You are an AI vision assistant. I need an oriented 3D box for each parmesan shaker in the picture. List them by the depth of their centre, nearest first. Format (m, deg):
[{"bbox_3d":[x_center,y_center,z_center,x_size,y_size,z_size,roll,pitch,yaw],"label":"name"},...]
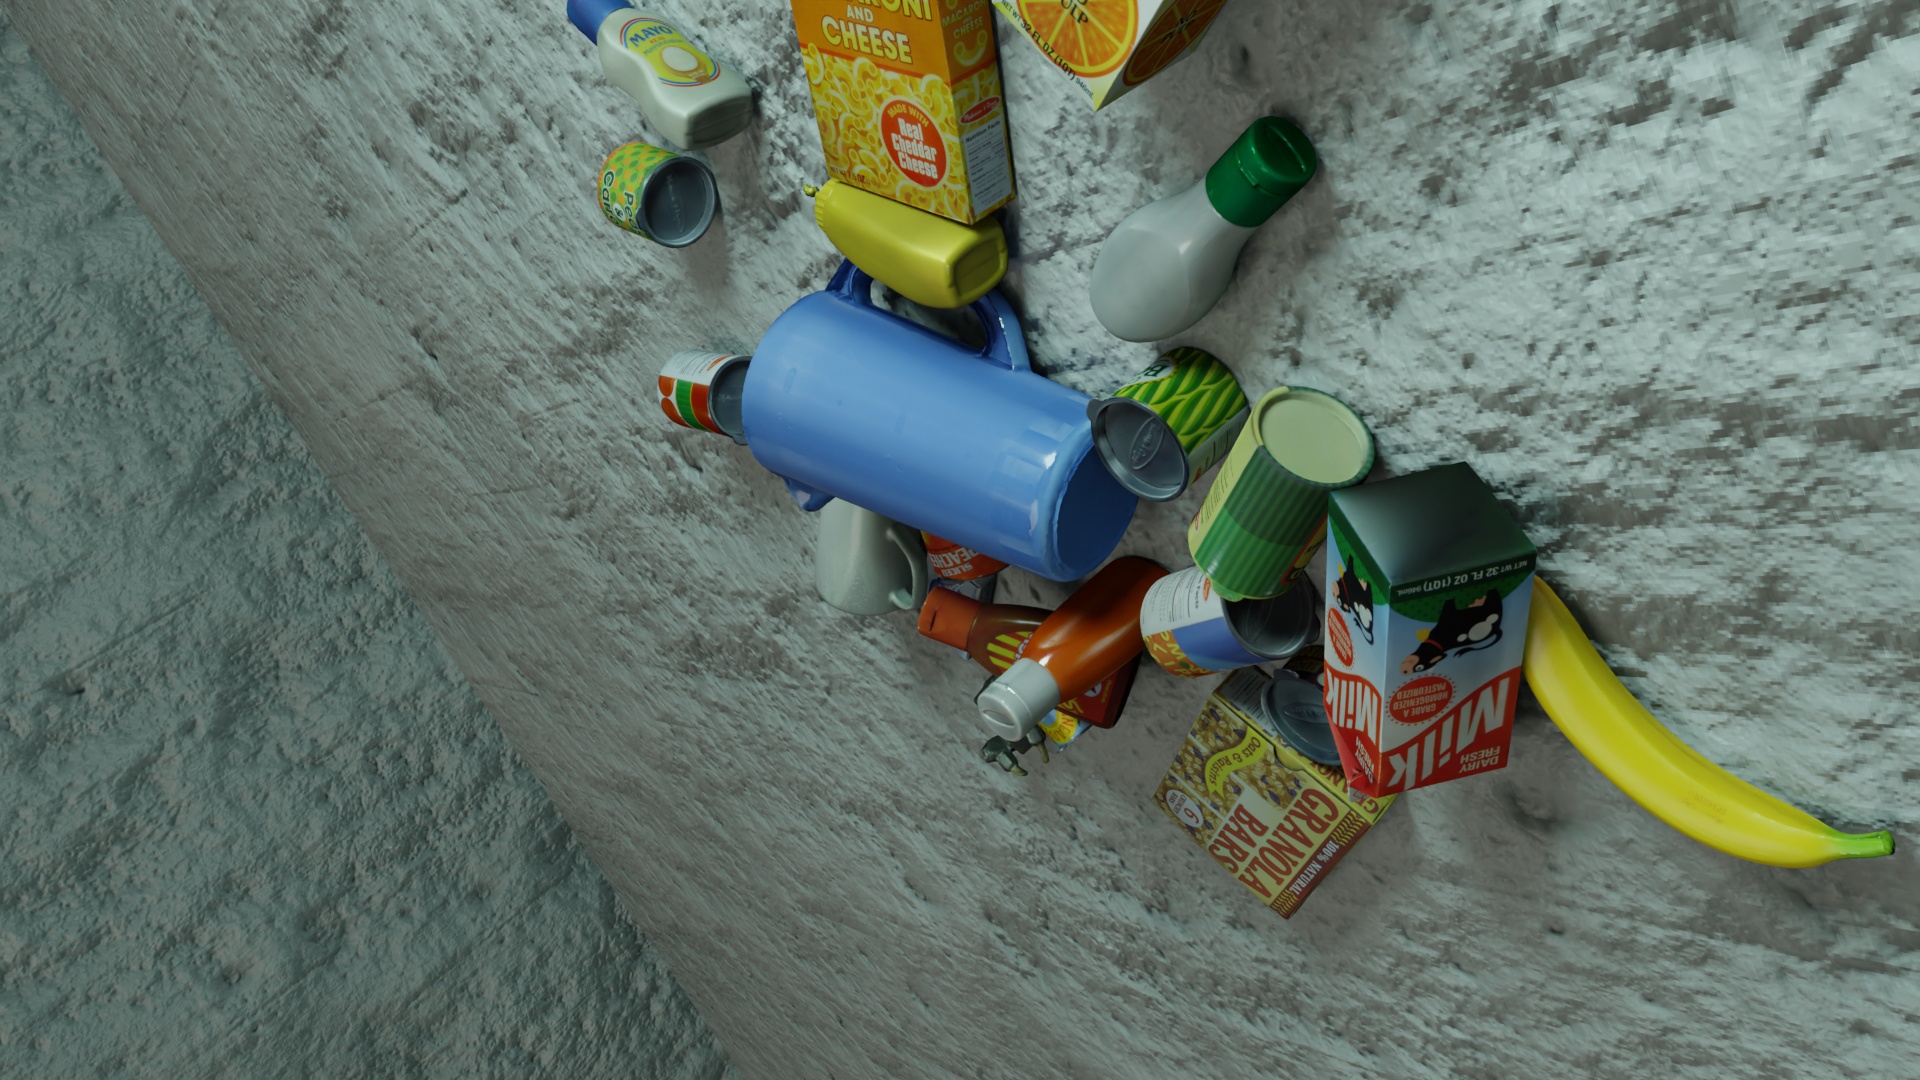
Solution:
[{"bbox_3d":[0.165,-0.021,0.723,0.071,0.071,0.102,42,149,16],"label":"parmesan shaker"}]

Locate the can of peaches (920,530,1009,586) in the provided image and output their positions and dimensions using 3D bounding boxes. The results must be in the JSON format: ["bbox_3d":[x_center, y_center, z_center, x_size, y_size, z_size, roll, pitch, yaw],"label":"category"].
[{"bbox_3d":[0.003,-0.012,0.958,0.071,0.071,0.057,16,134,45],"label":"can of peaches"}]

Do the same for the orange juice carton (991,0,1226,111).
[{"bbox_3d":[0.090,-0.270,0.552,0.072,0.073,0.191,48,150,6],"label":"orange juice carton"}]

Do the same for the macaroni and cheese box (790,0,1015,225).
[{"bbox_3d":[-0.036,-0.269,0.761,0.124,0.040,0.165,28,143,36],"label":"macaroni and cheese box"}]

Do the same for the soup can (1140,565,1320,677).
[{"bbox_3d":[0.157,0.045,0.815,0.071,0.071,0.083,54,151,-5],"label":"soup can"}]

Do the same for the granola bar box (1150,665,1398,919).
[{"bbox_3d":[0.201,0.168,0.915,0.124,0.039,0.164,40,149,19],"label":"granola bar box"}]

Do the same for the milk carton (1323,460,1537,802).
[{"bbox_3d":[0.230,0.062,0.698,0.074,0.072,0.189,-107,4,-51],"label":"milk carton"}]

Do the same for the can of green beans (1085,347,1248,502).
[{"bbox_3d":[0.115,-0.064,0.759,0.071,0.058,0.071,34,146,27],"label":"can of green beans"}]

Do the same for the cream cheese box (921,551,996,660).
[{"bbox_3d":[-0.002,0.045,1.076,0.053,0.024,0.103,39,148,22],"label":"cream cheese box"}]

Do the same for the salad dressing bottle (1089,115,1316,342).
[{"bbox_3d":[0.116,-0.149,0.680,0.064,0.044,0.147,52,149,2],"label":"salad dressing bottle"}]

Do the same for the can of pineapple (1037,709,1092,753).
[{"bbox_3d":[0.076,0.107,0.991,0.058,0.071,0.070,48,150,6],"label":"can of pineapple"}]

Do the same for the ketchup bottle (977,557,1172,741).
[{"bbox_3d":[0.073,0.067,0.869,0.065,0.149,0.043,13,132,47],"label":"ketchup bottle"}]

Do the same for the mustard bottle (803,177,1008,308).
[{"bbox_3d":[-0.042,-0.189,0.838,0.160,0.065,0.048,33,148,38],"label":"mustard bottle"}]

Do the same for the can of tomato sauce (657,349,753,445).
[{"bbox_3d":[-0.196,-0.117,1.122,0.083,0.071,0.071,15,134,47],"label":"can of tomato sauce"}]

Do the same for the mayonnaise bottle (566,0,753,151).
[{"bbox_3d":[-0.204,-0.318,0.921,0.148,0.065,0.041,44,147,19],"label":"mayonnaise bottle"}]

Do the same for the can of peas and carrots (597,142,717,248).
[{"bbox_3d":[-0.222,-0.250,1.008,0.059,0.071,0.070,27,142,37],"label":"can of peas and carrots"}]

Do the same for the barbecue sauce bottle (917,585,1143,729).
[{"bbox_3d":[0.045,0.073,0.941,0.149,0.044,0.064,21,110,14],"label":"barbecue sauce bottle"}]

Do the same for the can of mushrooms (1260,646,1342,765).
[{"bbox_3d":[0.214,0.096,0.823,0.071,0.033,0.070,35,147,27],"label":"can of mushrooms"}]
